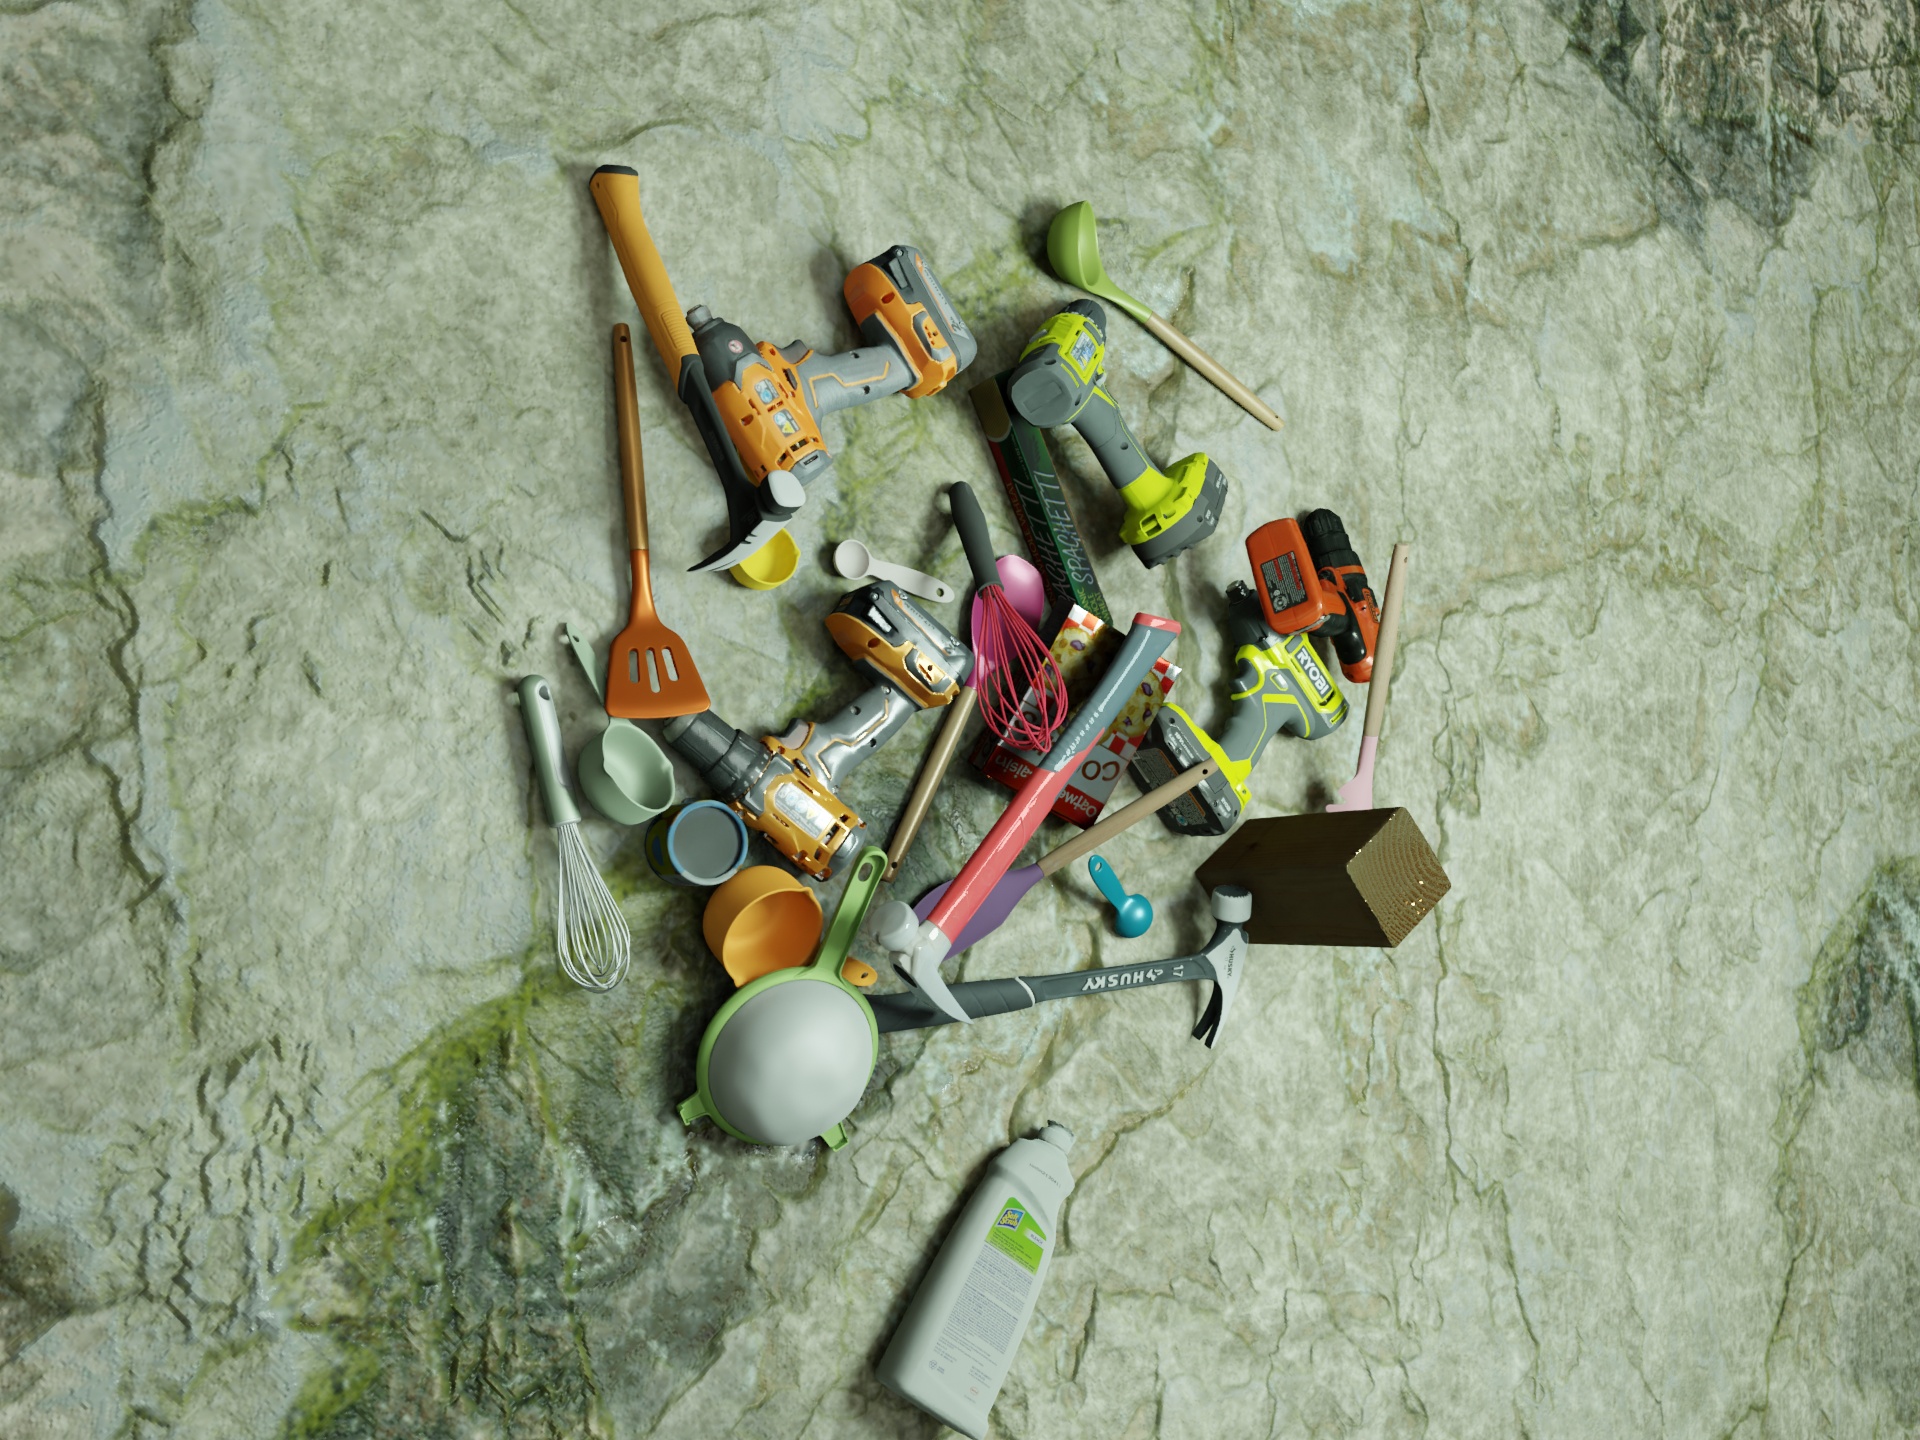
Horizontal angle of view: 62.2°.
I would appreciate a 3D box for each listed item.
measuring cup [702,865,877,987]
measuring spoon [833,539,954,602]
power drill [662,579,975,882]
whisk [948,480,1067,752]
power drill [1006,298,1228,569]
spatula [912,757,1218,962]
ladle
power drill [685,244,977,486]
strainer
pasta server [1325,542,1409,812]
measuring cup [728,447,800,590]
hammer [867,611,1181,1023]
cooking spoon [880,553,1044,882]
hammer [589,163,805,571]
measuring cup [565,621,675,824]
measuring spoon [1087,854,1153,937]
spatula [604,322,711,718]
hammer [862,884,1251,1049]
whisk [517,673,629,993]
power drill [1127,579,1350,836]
[{"bbox_3d":[-0.133,0.173,1.273,0.095,0.052,0.173,-54,136,2],"label":"measuring cup"},{"bbox_3d":[-0.059,-0.123,1.369,0.124,0.018,0.034,18,76,-33],"label":"measuring spoon"},{"bbox_3d":[-0.115,-0.010,1.288,0.185,0.084,0.226,41,72,-17],"label":"power drill"},{"bbox_3d":[0.030,-0.092,1.321,0.073,0.073,0.296,7,48,-28],"label":"whisk"},{"bbox_3d":[0.143,-0.268,1.437,0.228,0.080,0.191,49,35,-18],"label":"power drill"},{"bbox_3d":[0.089,0.114,1.370,0.316,0.018,0.059,-29,100,-10],"label":"spatula"},{"bbox_3d":[0.205,-0.376,1.517,0.320,0.062,0.078,33,51,-25],"label":"ladle"},{"bbox_3d":[-0.112,-0.304,1.313,0.226,0.084,0.164,-39,101,-28],"label":"power drill"},{"bbox_3d":[-0.103,0.223,1.224,0.151,0.069,0.256,20,96,-29],"label":"strainer"},{"bbox_3d":[0.384,-0.015,1.501,0.060,0.040,0.316,-16,119,-43],"label":"pasta server"},{"bbox_3d":[-0.173,-0.180,1.309,0.062,0.029,0.157,-1,73,-33],"label":"measuring cup"},{"bbox_3d":[0.073,0.066,1.313,0.386,0.038,0.143,-52,135,-21],"label":"hammer"},{"bbox_3d":[-0.002,-0.004,1.380,0.068,0.017,0.319,31,70,-21],"label":"cooking spoon"},{"bbox_3d":[-0.223,-0.283,1.242,0.034,0.127,0.337,-11,73,-46],"label":"hammer"},{"bbox_3d":[-0.277,0.004,1.218,0.168,0.038,0.083,62,23,12],"label":"measuring cup"},{"bbox_3d":[0.143,0.156,1.404,0.042,0.021,0.128,-52,139,-14],"label":"measuring spoon"},{"bbox_3d":[-0.251,-0.158,1.244,0.081,0.041,0.323,-4,83,-19],"label":"spatula"},{"bbox_3d":[0.072,0.235,1.370,0.408,0.036,0.149,-4,106,-25],"label":"hammer"},{"bbox_3d":[-0.295,0.084,1.195,0.057,0.059,0.246,-6,81,-67],"label":"whisk"},{"bbox_3d":[0.254,-0.013,1.491,0.223,0.080,0.171,-43,105,-29],"label":"power drill"}]
